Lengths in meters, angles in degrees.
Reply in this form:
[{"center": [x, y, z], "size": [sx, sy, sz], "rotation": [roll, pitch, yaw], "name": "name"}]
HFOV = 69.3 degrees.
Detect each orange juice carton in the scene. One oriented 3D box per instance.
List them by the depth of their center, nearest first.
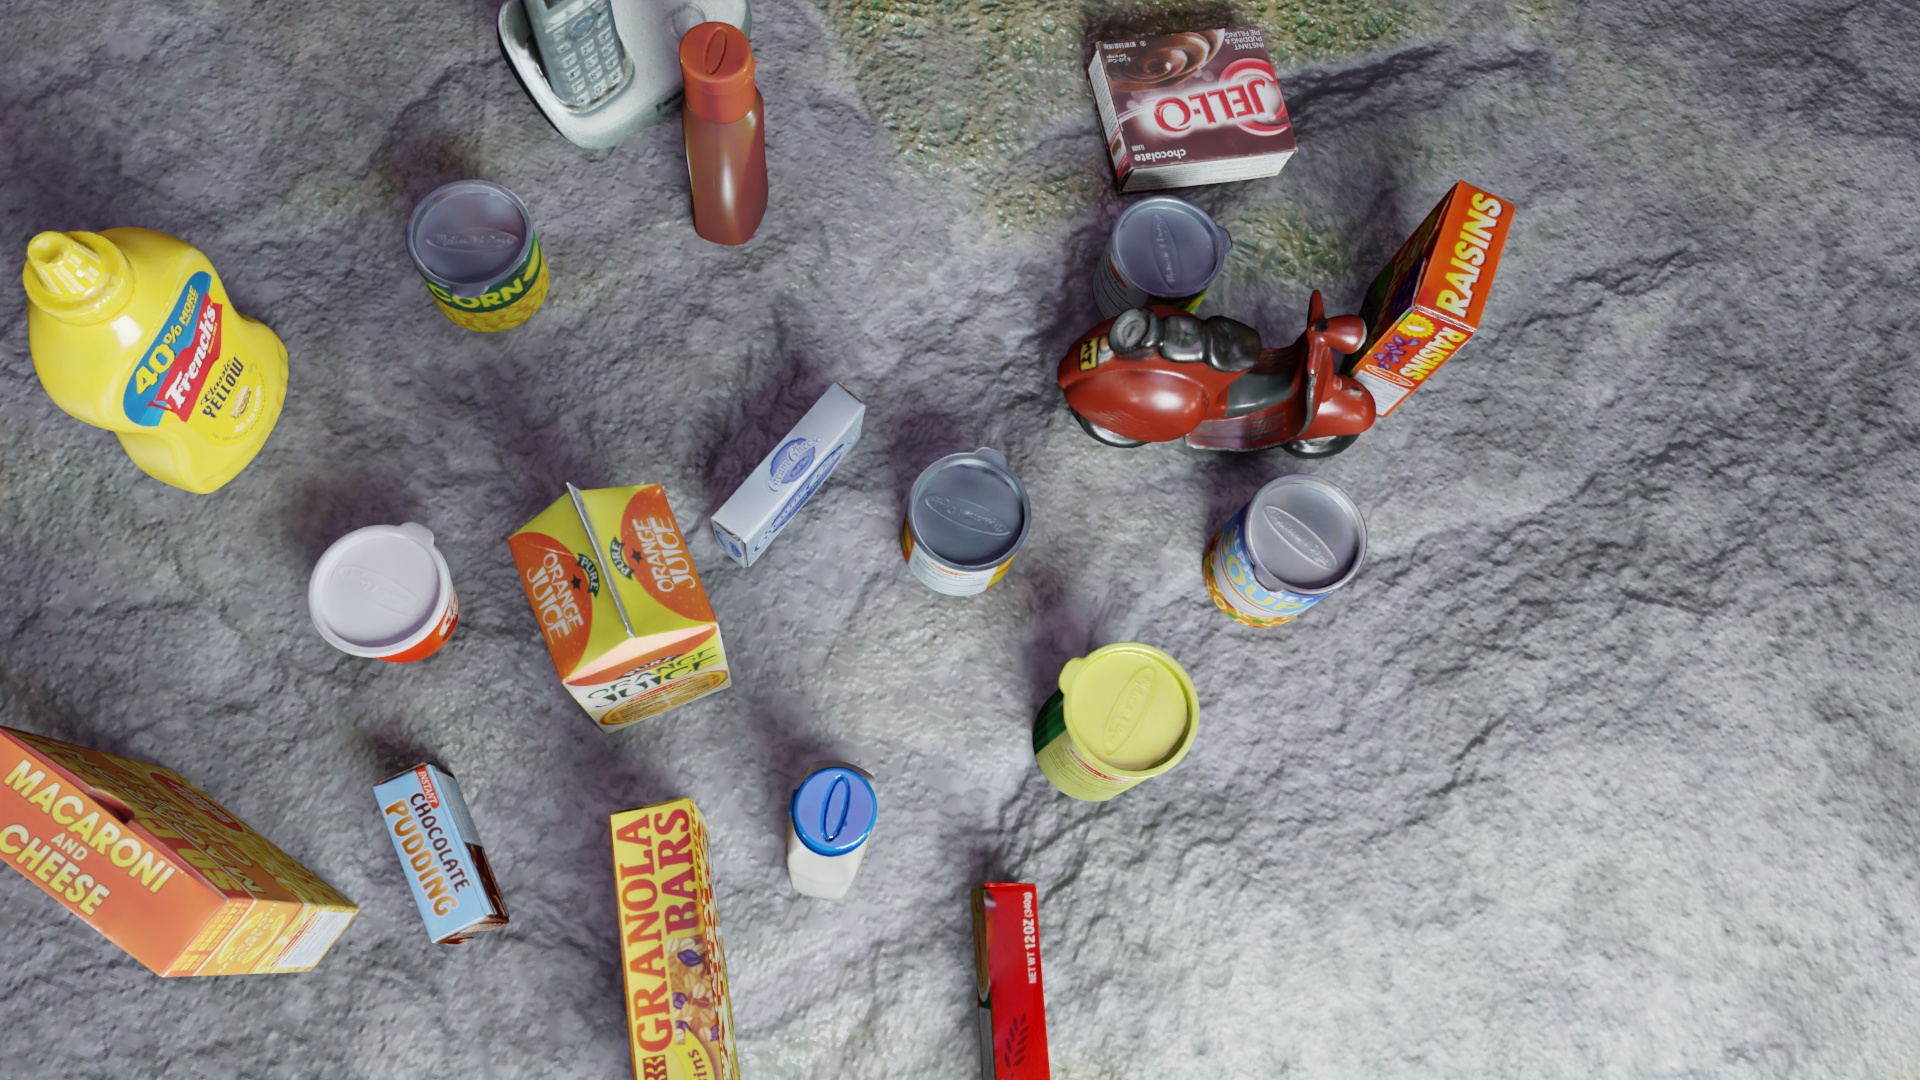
[{"center": [-0.158, 0.033, 0.656], "size": [0.073, 0.192, 0.072], "rotation": [-21, 77, -12], "name": "orange juice carton"}]

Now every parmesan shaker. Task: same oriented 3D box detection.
[{"center": [0.074, 0.093, 0.711], "size": [0.071, 0.102, 0.071], "rotation": [2, 73, -6], "name": "parmesan shaker"}]

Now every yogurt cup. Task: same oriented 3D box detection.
[{"center": [-0.292, 0.031, 0.713], "size": [0.072, 0.053, 0.072], "rotation": [2, 73, -6], "name": "yogurt cup"}]

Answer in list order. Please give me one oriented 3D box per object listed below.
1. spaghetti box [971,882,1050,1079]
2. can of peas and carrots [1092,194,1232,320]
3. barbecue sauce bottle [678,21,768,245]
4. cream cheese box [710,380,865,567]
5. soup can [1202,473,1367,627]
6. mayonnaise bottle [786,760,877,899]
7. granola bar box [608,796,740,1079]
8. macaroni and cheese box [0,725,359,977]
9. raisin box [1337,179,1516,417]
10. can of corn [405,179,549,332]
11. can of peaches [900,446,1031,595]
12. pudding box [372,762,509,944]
[{"center": [0.029, 0.294, 0.672], "size": [0.029, 0.050, 0.250], "rotation": [-2, 73, -7], "name": "spaghetti box"}, {"center": [0.118, -0.160, 0.817], "size": [0.071, 0.058, 0.071], "rotation": [2, 73, -6], "name": "can of peas and carrots"}, {"center": [-0.129, -0.223, 0.761], "size": [0.044, 0.148, 0.065], "rotation": [11, 73, -3], "name": "barbecue sauce bottle"}, {"center": [-0.093, -0.035, 0.757], "size": [0.024, 0.053, 0.104], "rotation": [38, 73, 5], "name": "cream cheese box"}, {"center": [0.173, 0.009, 0.759], "size": [0.071, 0.083, 0.071], "rotation": [2, 73, -6], "name": "soup can"}, {"center": [-0.061, 0.135, 0.659], "size": [0.041, 0.147, 0.065], "rotation": [13, 73, -3], "name": "mayonnaise bottle"}, {"center": [-0.129, 0.210, 0.641], "size": [0.039, 0.124, 0.166], "rotation": [-8, 74, -9], "name": "granola bar box"}, {"center": [-0.351, 0.140, 0.614], "size": [0.124, 0.166, 0.040], "rotation": [34, 73, 4], "name": "macaroni and cheese box"}, {"center": [0.261, -0.135, 0.792], "size": [0.040, 0.123, 0.086], "rotation": [24, 72, 1], "name": "raisin box"}, {"center": [-0.266, -0.154, 0.771], "size": [0.071, 0.058, 0.071], "rotation": [2, 73, -6], "name": "can of corn"}, {"center": [0.003, -0.010, 0.758], "size": [0.071, 0.058, 0.071], "rotation": [2, 73, -6], "name": "can of peaches"}, {"center": [-0.254, 0.154, 0.682], "size": [0.030, 0.049, 0.084], "rotation": [-24, 77, -13], "name": "pudding box"}]
